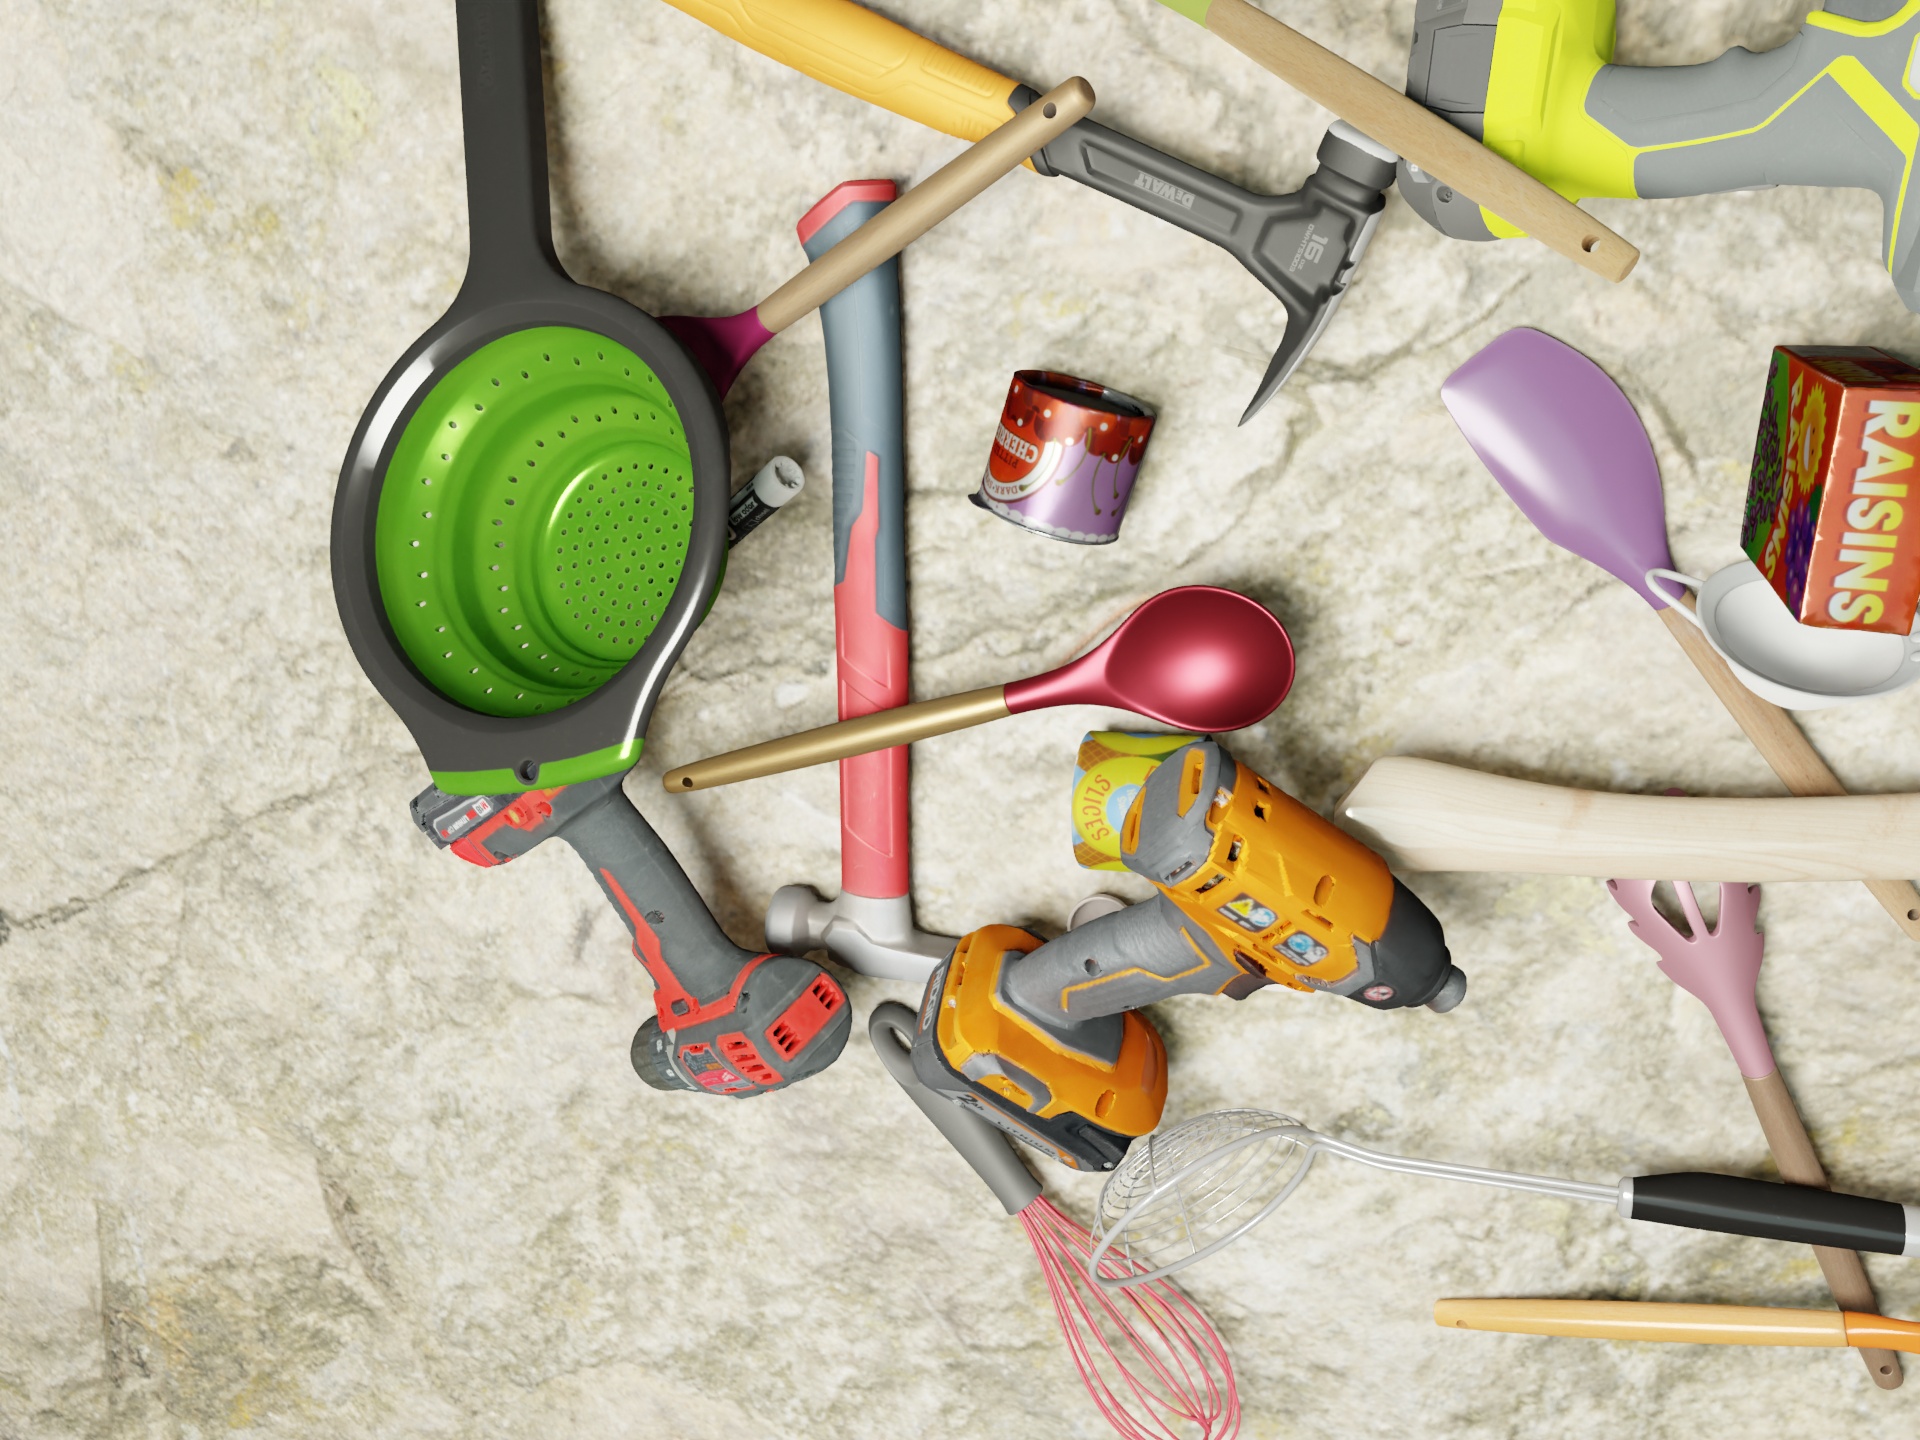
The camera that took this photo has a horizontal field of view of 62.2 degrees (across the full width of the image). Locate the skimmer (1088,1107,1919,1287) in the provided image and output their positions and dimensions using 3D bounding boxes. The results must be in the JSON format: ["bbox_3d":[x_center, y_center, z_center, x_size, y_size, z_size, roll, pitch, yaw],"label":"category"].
[{"bbox_3d":[0.242,0.241,0.736,0.363,0.090,0.127,2,148,19],"label":"skimmer"}]

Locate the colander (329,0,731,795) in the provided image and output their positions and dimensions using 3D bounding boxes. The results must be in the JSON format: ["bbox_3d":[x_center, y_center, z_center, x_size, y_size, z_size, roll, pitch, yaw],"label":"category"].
[{"bbox_3d":[-0.179,-0.164,0.725,0.204,0.094,0.397,-8,82,22],"label":"colander"}]

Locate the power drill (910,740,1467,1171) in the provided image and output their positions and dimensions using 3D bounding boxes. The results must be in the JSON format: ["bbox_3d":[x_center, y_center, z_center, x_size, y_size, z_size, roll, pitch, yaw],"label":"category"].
[{"bbox_3d":[0.099,0.117,0.703,0.164,0.084,0.226,33,132,-16],"label":"power drill"}]

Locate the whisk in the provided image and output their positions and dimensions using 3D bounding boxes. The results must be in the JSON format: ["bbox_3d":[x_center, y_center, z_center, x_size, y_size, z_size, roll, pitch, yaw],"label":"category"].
[{"bbox_3d":[0.046,0.270,0.841,0.073,0.073,0.296,-38,88,25],"label":"whisk"}]

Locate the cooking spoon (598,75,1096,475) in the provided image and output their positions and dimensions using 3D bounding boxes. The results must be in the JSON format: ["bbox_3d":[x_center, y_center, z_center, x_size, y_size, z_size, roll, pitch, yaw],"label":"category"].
[{"bbox_3d":[-0.066,-0.186,0.689,0.319,0.017,0.069,-22,91,40],"label":"cooking spoon"}]

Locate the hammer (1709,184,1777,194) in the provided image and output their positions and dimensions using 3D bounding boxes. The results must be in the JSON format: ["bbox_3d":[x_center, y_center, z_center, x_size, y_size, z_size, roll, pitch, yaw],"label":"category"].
[{"bbox_3d":[0.335,-0.393,0.526,0.149,0.036,0.408,0,108,16],"label":"hammer"}]

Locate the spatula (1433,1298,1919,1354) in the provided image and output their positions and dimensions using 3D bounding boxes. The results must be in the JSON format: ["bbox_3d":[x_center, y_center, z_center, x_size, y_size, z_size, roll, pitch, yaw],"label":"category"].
[{"bbox_3d":[0.382,0.274,0.736,0.322,0.041,0.081,-10,113,31],"label":"spatula"}]

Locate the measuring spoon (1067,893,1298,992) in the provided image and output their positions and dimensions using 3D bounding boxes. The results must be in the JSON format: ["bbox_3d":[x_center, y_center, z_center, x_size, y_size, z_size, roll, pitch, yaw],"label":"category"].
[{"bbox_3d":[0.114,0.111,0.787,0.124,0.018,0.034,15,112,4],"label":"measuring spoon"}]

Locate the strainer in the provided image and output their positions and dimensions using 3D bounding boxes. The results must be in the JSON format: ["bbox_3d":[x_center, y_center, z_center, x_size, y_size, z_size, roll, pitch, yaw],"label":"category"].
[{"bbox_3d":[0.396,-0.019,0.604,0.258,0.087,0.050,11,136,26],"label":"strainer"}]

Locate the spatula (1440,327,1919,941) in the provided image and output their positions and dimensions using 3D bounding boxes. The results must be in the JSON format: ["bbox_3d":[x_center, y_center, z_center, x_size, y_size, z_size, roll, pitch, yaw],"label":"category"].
[{"bbox_3d":[0.316,-0.032,0.669,0.060,0.018,0.316,-37,94,17],"label":"spatula"}]

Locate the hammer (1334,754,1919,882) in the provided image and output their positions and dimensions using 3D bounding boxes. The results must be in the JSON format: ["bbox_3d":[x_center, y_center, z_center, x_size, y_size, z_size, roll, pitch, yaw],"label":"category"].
[{"bbox_3d":[0.362,0.056,0.643,0.410,0.038,0.146,-1,93,14],"label":"hammer"}]

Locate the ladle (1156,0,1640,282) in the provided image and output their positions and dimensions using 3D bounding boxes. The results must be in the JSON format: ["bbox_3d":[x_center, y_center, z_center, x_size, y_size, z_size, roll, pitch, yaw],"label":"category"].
[{"bbox_3d":[0.109,-0.251,0.582,0.320,0.062,0.078,43,117,23],"label":"ladle"}]

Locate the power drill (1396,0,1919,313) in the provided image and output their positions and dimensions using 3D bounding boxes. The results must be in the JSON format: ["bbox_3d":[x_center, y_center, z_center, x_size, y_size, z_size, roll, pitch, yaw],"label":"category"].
[{"bbox_3d":[0.273,-0.232,0.533,0.223,0.080,0.171,18,117,35],"label":"power drill"}]

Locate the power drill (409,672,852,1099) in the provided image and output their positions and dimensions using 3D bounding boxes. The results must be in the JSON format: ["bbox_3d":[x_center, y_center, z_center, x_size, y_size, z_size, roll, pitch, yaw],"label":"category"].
[{"bbox_3d":[-0.171,0.101,0.807,0.226,0.080,0.188,52,144,-9],"label":"power drill"}]

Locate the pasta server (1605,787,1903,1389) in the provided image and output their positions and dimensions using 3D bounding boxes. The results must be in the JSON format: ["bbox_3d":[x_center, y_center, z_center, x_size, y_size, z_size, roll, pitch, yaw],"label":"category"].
[{"bbox_3d":[0.371,0.175,0.723,0.060,0.040,0.316,-22,105,23],"label":"pasta server"}]

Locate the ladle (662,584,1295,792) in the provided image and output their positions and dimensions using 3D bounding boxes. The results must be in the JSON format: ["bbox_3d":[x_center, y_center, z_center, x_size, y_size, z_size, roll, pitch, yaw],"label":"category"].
[{"bbox_3d":[-0.001,-0.002,0.734,0.315,0.031,0.069,-13,106,20],"label":"ladle"}]

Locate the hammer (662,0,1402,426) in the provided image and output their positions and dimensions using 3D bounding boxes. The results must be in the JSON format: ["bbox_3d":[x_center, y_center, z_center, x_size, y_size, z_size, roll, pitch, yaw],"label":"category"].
[{"bbox_3d":[0.009,-0.250,0.670,0.337,0.034,0.127,29,129,9],"label":"hammer"}]

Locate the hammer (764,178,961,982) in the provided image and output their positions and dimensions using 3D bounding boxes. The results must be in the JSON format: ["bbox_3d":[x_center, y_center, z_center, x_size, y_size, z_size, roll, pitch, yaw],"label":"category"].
[{"bbox_3d":[-0.028,-0.054,0.757,0.143,0.038,0.386,5,110,14],"label":"hammer"}]
